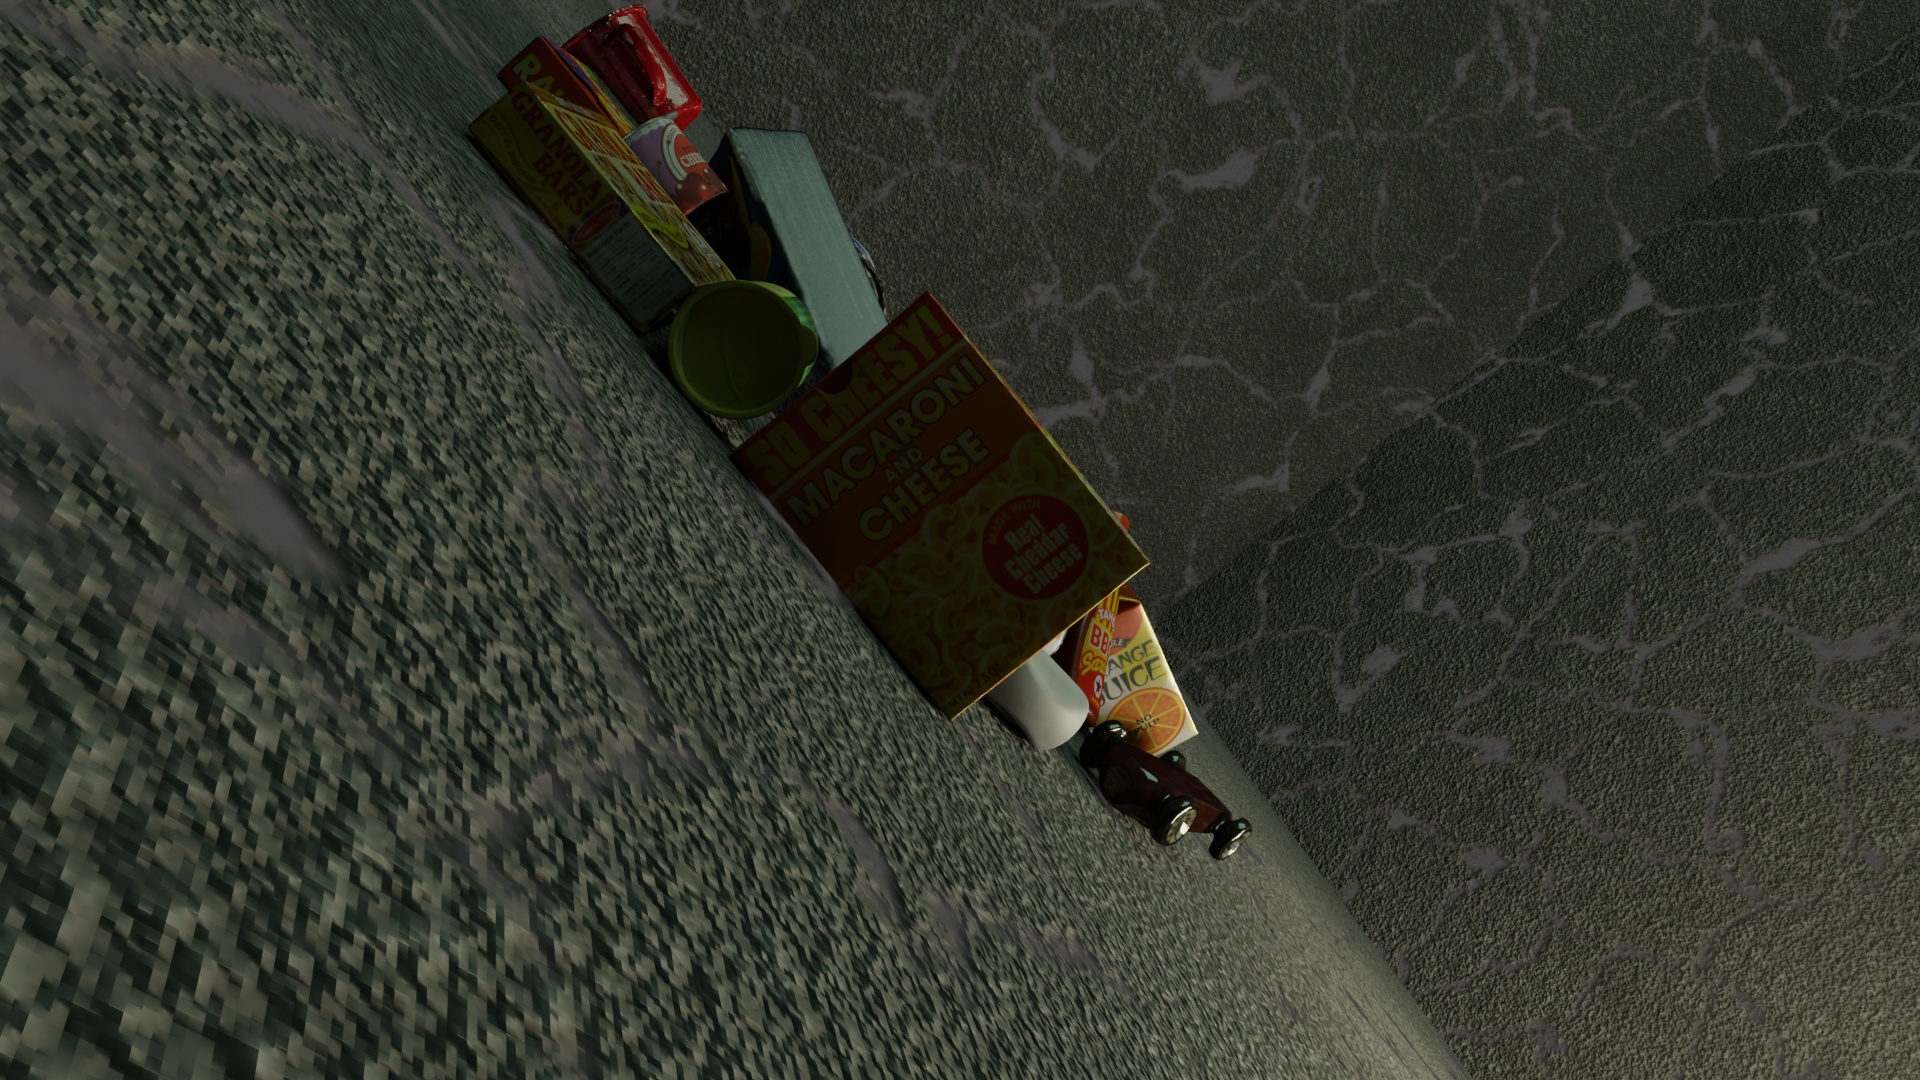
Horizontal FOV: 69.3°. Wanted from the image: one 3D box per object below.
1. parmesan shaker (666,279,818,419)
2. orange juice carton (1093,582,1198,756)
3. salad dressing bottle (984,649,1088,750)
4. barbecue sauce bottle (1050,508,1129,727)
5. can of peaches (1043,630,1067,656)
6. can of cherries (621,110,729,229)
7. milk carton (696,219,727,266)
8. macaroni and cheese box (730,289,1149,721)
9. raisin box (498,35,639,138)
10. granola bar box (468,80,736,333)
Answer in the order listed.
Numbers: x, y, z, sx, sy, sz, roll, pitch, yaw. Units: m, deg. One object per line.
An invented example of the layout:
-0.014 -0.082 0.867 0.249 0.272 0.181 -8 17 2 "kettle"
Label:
-0.105 -0.099 0.708 0.071 0.071 0.103 50 5 -9 "parmesan shaker"
0.112 0.083 1.075 0.192 0.073 0.072 63 0 -34 "orange juice carton"
0.014 0.058 0.793 0.147 0.044 0.064 48 8 -24 "salad dressing bottle"
0.085 0.050 0.958 0.064 0.043 0.149 50 48 -55 "barbecue sauce bottle"
0.027 0.044 0.894 0.071 0.071 0.058 54 6 30 "can of peaches"
-0.184 -0.219 0.854 0.058 0.071 0.071 51 5 -6 "can of cherries"
-0.114 -0.154 0.993 0.190 0.072 0.073 50 5 -13 "milk carton"
-0.009 -0.017 0.669 0.166 0.123 0.040 50 4 -3 "macaroni and cheese box"
-0.242 -0.274 0.910 0.086 0.040 0.123 51 6 -6 "raisin box"
-0.181 -0.173 0.734 0.124 0.039 0.166 51 5 -11 "granola bar box"
